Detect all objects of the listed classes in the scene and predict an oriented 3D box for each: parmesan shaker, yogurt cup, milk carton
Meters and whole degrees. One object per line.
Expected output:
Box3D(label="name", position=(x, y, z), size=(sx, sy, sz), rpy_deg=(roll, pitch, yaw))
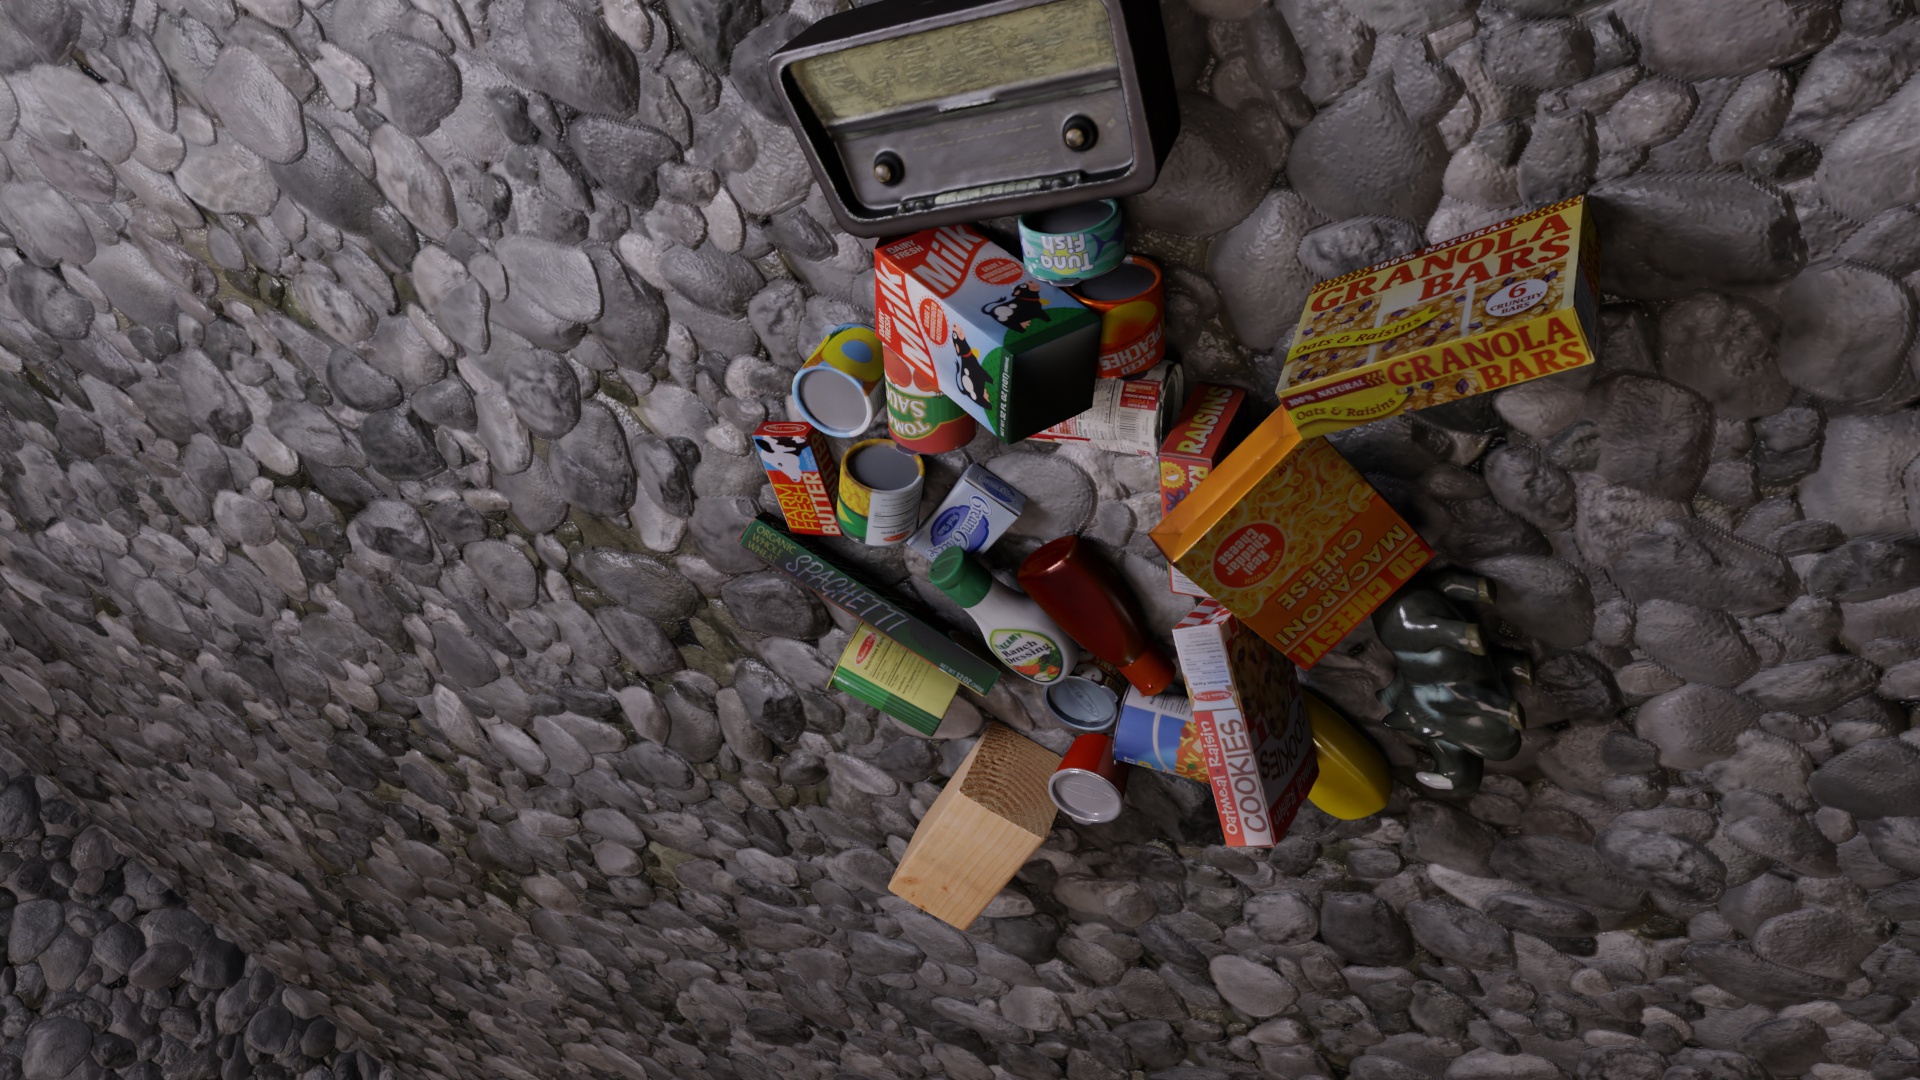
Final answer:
Box3D(label="parmesan shaker", position=(-0.057, 0.124, 1.229), size=(0.103, 0.072, 0.071), rpy_deg=(28, 136, 1))
Box3D(label="yogurt cup", position=(0.118, 0.208, 1.228), size=(0.072, 0.054, 0.072), rpy_deg=(14, 134, 15))
Box3D(label="milk carton", position=(0.002, -0.150, 0.916), size=(0.191, 0.074, 0.072), rpy_deg=(42, 146, 36))

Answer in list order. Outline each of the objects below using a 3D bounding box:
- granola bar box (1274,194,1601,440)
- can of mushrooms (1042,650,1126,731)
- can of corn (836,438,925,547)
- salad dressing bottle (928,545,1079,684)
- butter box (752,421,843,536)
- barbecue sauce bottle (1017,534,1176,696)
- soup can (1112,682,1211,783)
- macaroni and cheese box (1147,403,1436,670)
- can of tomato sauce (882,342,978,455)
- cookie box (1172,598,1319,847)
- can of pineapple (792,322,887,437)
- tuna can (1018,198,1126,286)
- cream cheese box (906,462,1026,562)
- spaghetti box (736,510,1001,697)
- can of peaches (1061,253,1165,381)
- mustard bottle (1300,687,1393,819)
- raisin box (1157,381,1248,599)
Box3D(label="granola bar box", position=(0.274, -0.126, 0.793), size=(0.165, 0.125, 0.039), rpy_deg=(-15, 122, 36))
Box3D(label="can of mushrooms", position=(0.107, 0.127, 1.175), size=(0.071, 0.034, 0.070), rpy_deg=(15, 134, 16))
Box3D(label="can of corn", position=(-0.064, -0.040, 1.089), size=(0.071, 0.071, 0.058), rpy_deg=(20, 135, 10))
Box3D(label="salad dressing bottle", position=(0.035, 0.060, 1.123), size=(0.064, 0.044, 0.147), rpy_deg=(-25, 127, 35))
Box3D(label="butter box", position=(-0.129, -0.051, 1.140), size=(0.053, 0.024, 0.103), rpy_deg=(3, 130, 26))
Box3D(label="barbecue sauce bottle", position=(0.114, 0.063, 1.107), size=(0.064, 0.044, 0.148), rpy_deg=(-26, 115, 41))
Box3D(label="soup can", position=(0.174, 0.161, 1.147), size=(0.084, 0.072, 0.071), rpy_deg=(13, 134, 16))
Box3D(label="macaroni and cheese box", position=(0.222, 0.001, 0.921), size=(0.123, 0.040, 0.166), rpy_deg=(-45, 127, 12))
Box3D(label="can of tomato sauce", position=(-0.023, -0.113, 0.996), size=(0.071, 0.071, 0.082), rpy_deg=(13, 133, 16))
Box3D(label="cookie box", position=(0.212, 0.121, 1.012), size=(0.040, 0.123, 0.167), rpy_deg=(-10, 101, 32))
Box3D(label="can of pineapple", position=(-0.085, -0.119, 1.031), size=(0.071, 0.058, 0.070), rpy_deg=(14, 134, 15))
Box3D(label="tuna can", position=(0.070, -0.191, 0.876), size=(0.071, 0.071, 0.032), rpy_deg=(5, 130, 23))
Box3D(label="cream cheese box", position=(0.004, -0.014, 1.105), size=(0.053, 0.024, 0.103), rpy_deg=(34, 136, -8))
Box3D(label="spaghetti box", position=(-0.076, 0.053, 1.185), size=(0.250, 0.050, 0.028), rpy_deg=(32, 98, -3))
Box3D(label="can of peaches", position=(0.101, -0.145, 0.903), size=(0.071, 0.071, 0.057), rpy_deg=(9, 132, 20))
Box3D(label="mustard bottle", position=(0.276, 0.155, 1.104), size=(0.160, 0.049, 0.065), rpy_deg=(46, 136, -15))
Box3D(label="raisin box", position=(0.170, -0.034, 0.958), size=(0.040, 0.086, 0.122), rpy_deg=(11, 133, 25))
